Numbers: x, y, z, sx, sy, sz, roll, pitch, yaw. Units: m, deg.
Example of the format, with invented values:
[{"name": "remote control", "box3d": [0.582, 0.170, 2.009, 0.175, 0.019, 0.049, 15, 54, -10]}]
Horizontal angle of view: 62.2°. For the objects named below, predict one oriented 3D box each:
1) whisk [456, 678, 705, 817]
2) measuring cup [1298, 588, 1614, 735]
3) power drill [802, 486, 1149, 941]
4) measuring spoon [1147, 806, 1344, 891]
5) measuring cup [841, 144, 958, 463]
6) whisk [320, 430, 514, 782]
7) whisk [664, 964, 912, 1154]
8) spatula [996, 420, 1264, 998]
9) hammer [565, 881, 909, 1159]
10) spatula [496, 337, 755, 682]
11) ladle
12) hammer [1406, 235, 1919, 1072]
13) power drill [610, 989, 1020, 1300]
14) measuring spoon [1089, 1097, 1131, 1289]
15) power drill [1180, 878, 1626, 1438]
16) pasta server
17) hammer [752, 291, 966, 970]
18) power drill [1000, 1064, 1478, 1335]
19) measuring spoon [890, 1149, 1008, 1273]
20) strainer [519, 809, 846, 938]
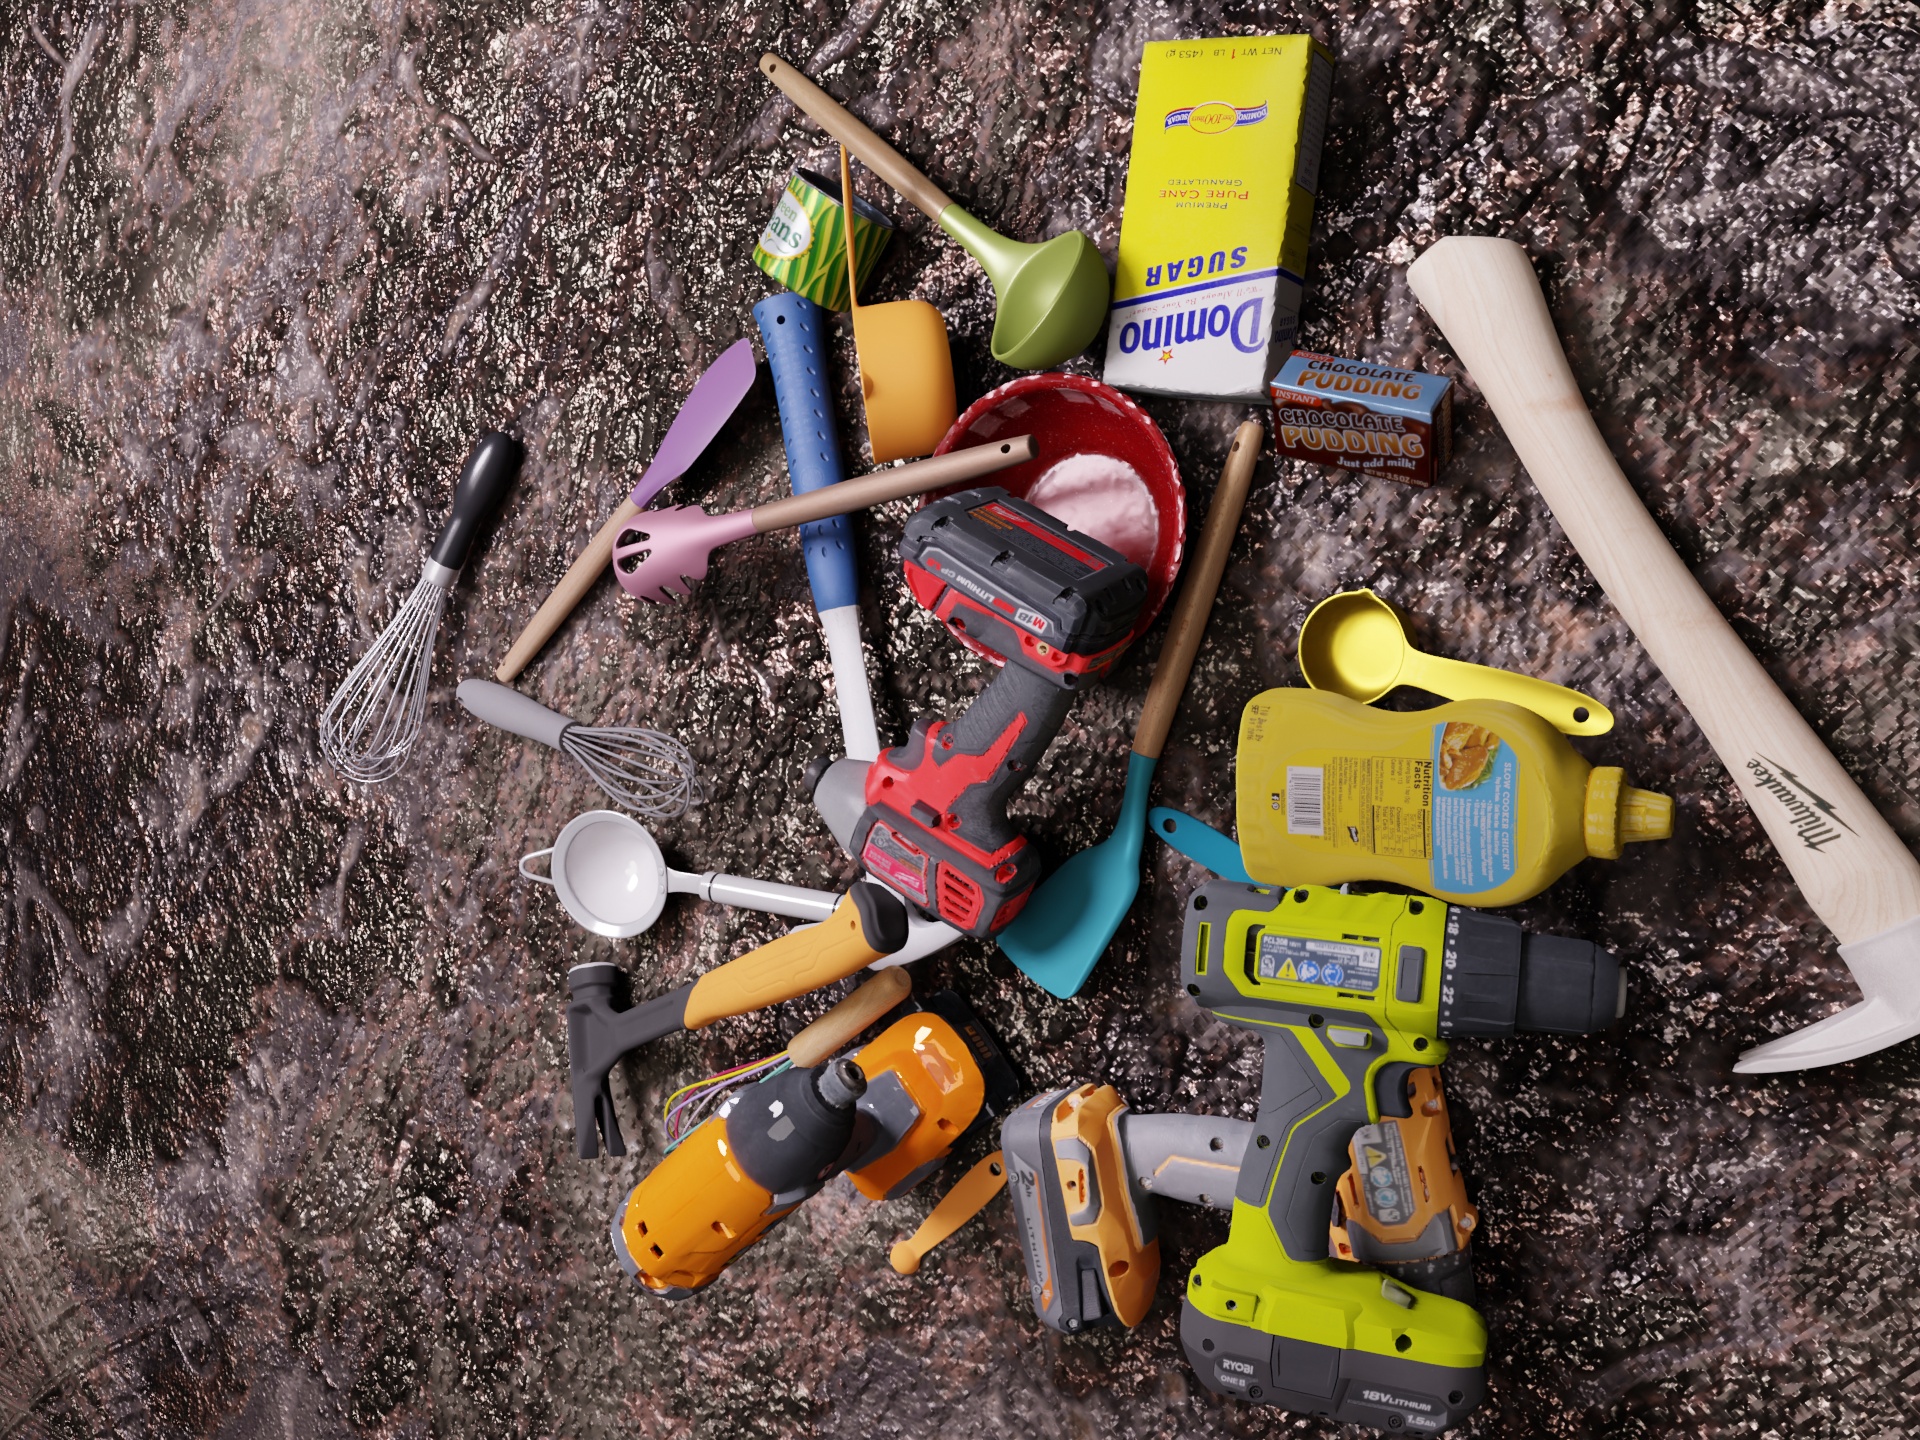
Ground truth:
[{"name": "whisk", "box3d": [-0.260, 0.012, 1.069, 0.239, 0.055, 0.055, 20, 102, 33]}, {"name": "measuring cup", "box3d": [0.240, -0.021, 0.770, 0.157, 0.029, 0.062, 20, 104, 33]}, {"name": "power drill", "box3d": [-0.001, -0.003, 0.834, 0.143, 0.078, 0.219, 32, 120, 19]}, {"name": "measuring spoon", "box3d": [0.149, 0.081, 0.839, 0.129, 0.021, 0.042, 31, 108, 26]}, {"name": "measuring cup", "box3d": [-0.034, -0.232, 0.885, 0.052, 0.095, 0.173, -6, 101, -1]}, {"name": "whisk", "box3d": [-0.382, -0.078, 1.131, 0.070, 0.070, 0.284, 36, 104, 24]}, {"name": "whisk", "box3d": [-0.112, 0.211, 0.972, 0.245, 0.051, 0.047, -41, 64, 34]}, {"name": "spatula", "box3d": [0.099, -0.007, 0.851, 0.082, 0.044, 0.317, 33, 109, 57]}, {"name": "hammer", "box3d": [-0.143, 0.171, 0.949, 0.337, 0.034, 0.127, -29, 62, 43]}, {"name": "spatula", "box3d": [-0.223, -0.128, 1.040, 0.316, 0.018, 0.060, -45, 43, 29]}, {"name": "ladle", "box3d": [-0.029, -0.301, 0.894, 0.320, 0.062, 0.078, 47, 111, 28]}, {"name": "hammer", "box3d": [0.316, -0.044, 0.727, 0.146, 0.038, 0.411, -36, 75, 28]}, {"name": "power drill", "box3d": [-0.061, 0.215, 0.852, 0.164, 0.226, 0.084, -45, 71, 24]}, {"name": "measuring spoon", "box3d": [0.077, 0.272, 0.894, 0.034, 0.018, 0.124, 15, 99, 29]}, {"name": "power drill", "box3d": [0.192, 0.191, 0.721, 0.190, 0.080, 0.228, 5, 89, 19]}, {"name": "pasta server", "box3d": [-0.090, -0.120, 0.914, 0.316, 0.040, 0.060, -10, 84, 32]}, {"name": "hammer", "box3d": [-0.064, -0.056, 0.944, 0.144, 0.035, 0.405, -12, 84, 20]}, {"name": "power drill", "box3d": [0.149, 0.263, 0.815, 0.226, 0.084, 0.185, -14, 86, 23]}, {"name": "measuring spoon", "box3d": [-0.006, 0.294, 0.948, 0.021, 0.011, 0.117, 49, 114, 19]}, {"name": "strainer", "box3d": [-0.164, 0.106, 1.017, 0.258, 0.050, 0.087, 7, 103, 24]}]
